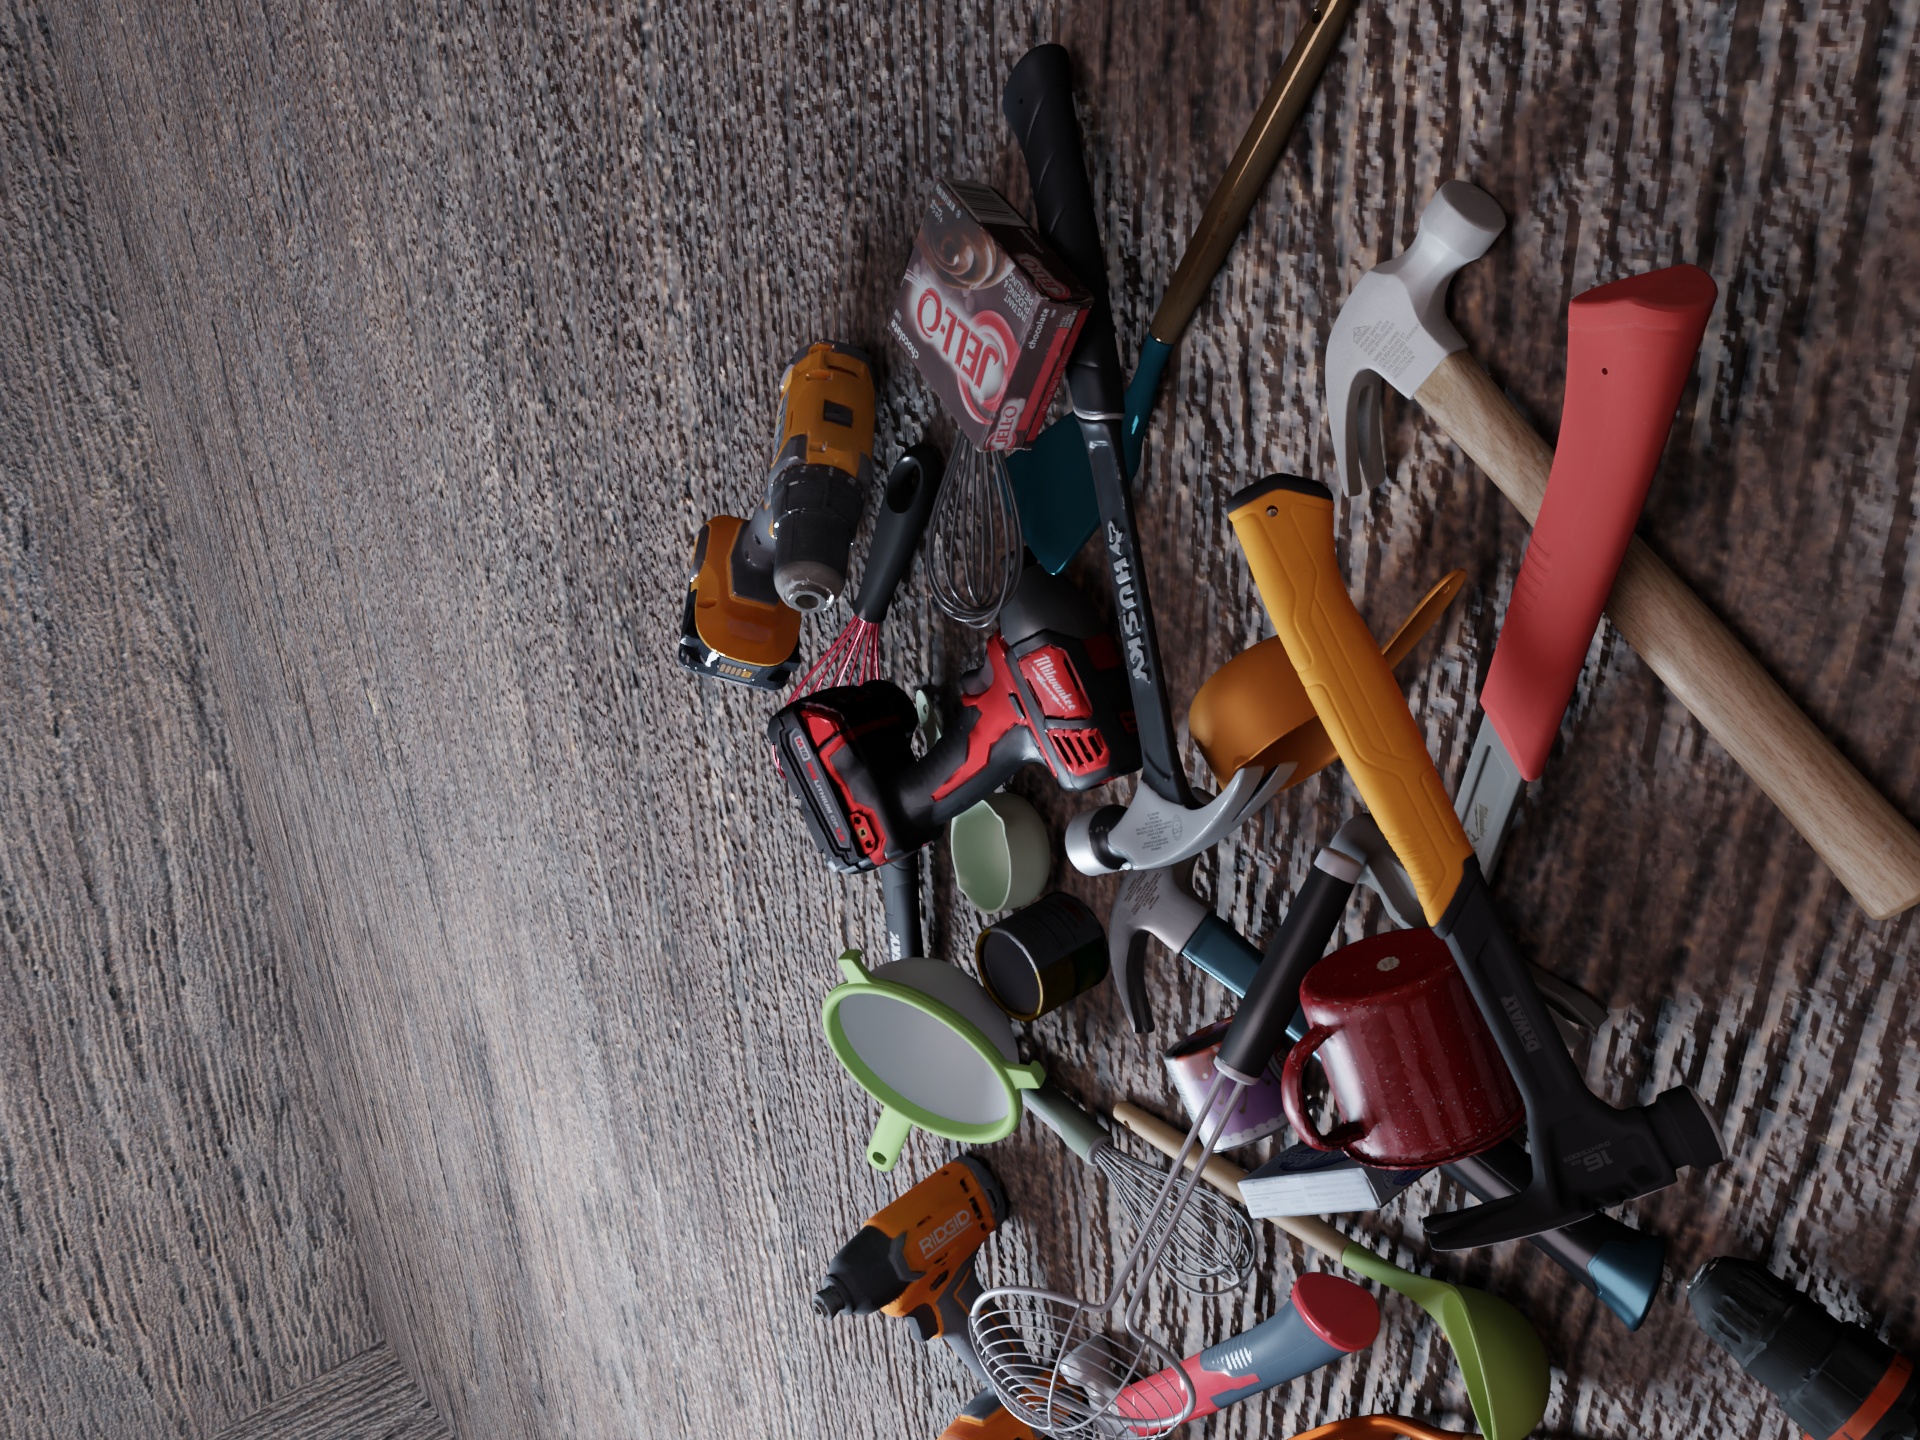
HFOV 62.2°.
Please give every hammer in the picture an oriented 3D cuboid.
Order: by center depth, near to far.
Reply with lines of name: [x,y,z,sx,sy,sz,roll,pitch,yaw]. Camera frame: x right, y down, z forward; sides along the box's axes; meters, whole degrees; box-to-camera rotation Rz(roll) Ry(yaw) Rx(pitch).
hammer: [0.242,-0.014,0.650,0.149,0.037,0.358,41,148,33]
hammer: [0.268,-0.059,0.651,0.331,0.031,0.130,54,142,17]
hammer: [0.190,0.054,0.671,0.127,0.034,0.337,-25,89,11]
hammer: [0.072,-0.133,0.774,0.149,0.036,0.409,-21,76,59]
hammer: [0.212,0.179,0.817,0.331,0.033,0.128,38,98,26]
hammer: [0.168,0.420,0.982,0.143,0.038,0.386,53,150,17]
hammer: [-0.045,0.121,1.123,0.146,0.035,0.334,28,133,41]

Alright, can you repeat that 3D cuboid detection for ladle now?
ladle: [0.195,0.301,0.917,0.320,0.062,0.078,23,135,47]

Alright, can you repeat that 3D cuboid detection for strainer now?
strainer: [-0.023,0.239,1.105,0.151,0.069,0.256,30,142,10]

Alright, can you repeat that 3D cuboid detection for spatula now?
spatula: [0.102,-0.207,0.774,0.082,0.044,0.317,63,145,30]
spatula: [0.293,0.403,0.851,0.322,0.081,0.041,-19,55,50]

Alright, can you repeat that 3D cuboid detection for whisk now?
whisk: [0.009,-0.170,0.866,0.055,0.055,0.239,-2,85,52]
whisk: [0.097,0.287,1.043,0.247,0.059,0.057,34,160,43]
whisk: [-0.067,-0.057,1.060,0.073,0.073,0.295,45,132,27]

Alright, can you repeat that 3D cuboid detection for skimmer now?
skimmer: [0.117,0.226,0.829,0.127,0.090,0.363,25,99,7]

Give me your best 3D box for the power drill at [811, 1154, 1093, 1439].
power drill: [-0.009,0.460,1.169,0.084,0.164,0.226,-20,94,54]

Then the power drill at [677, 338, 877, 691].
power drill: [-0.115,-0.104,1.016,0.226,0.084,0.186,128,150,-50]

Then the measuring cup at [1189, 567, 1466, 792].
measuring cup: [0.171,-0.030,0.746,0.052,0.095,0.173,60,142,25]

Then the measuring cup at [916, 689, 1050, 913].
measuring cup: [0.013,0.047,1.039,0.168,0.038,0.083,68,148,29]

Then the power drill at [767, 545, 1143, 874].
power drill: [-0.002,-0.003,0.945,0.219,0.078,0.143,-25,88,32]
